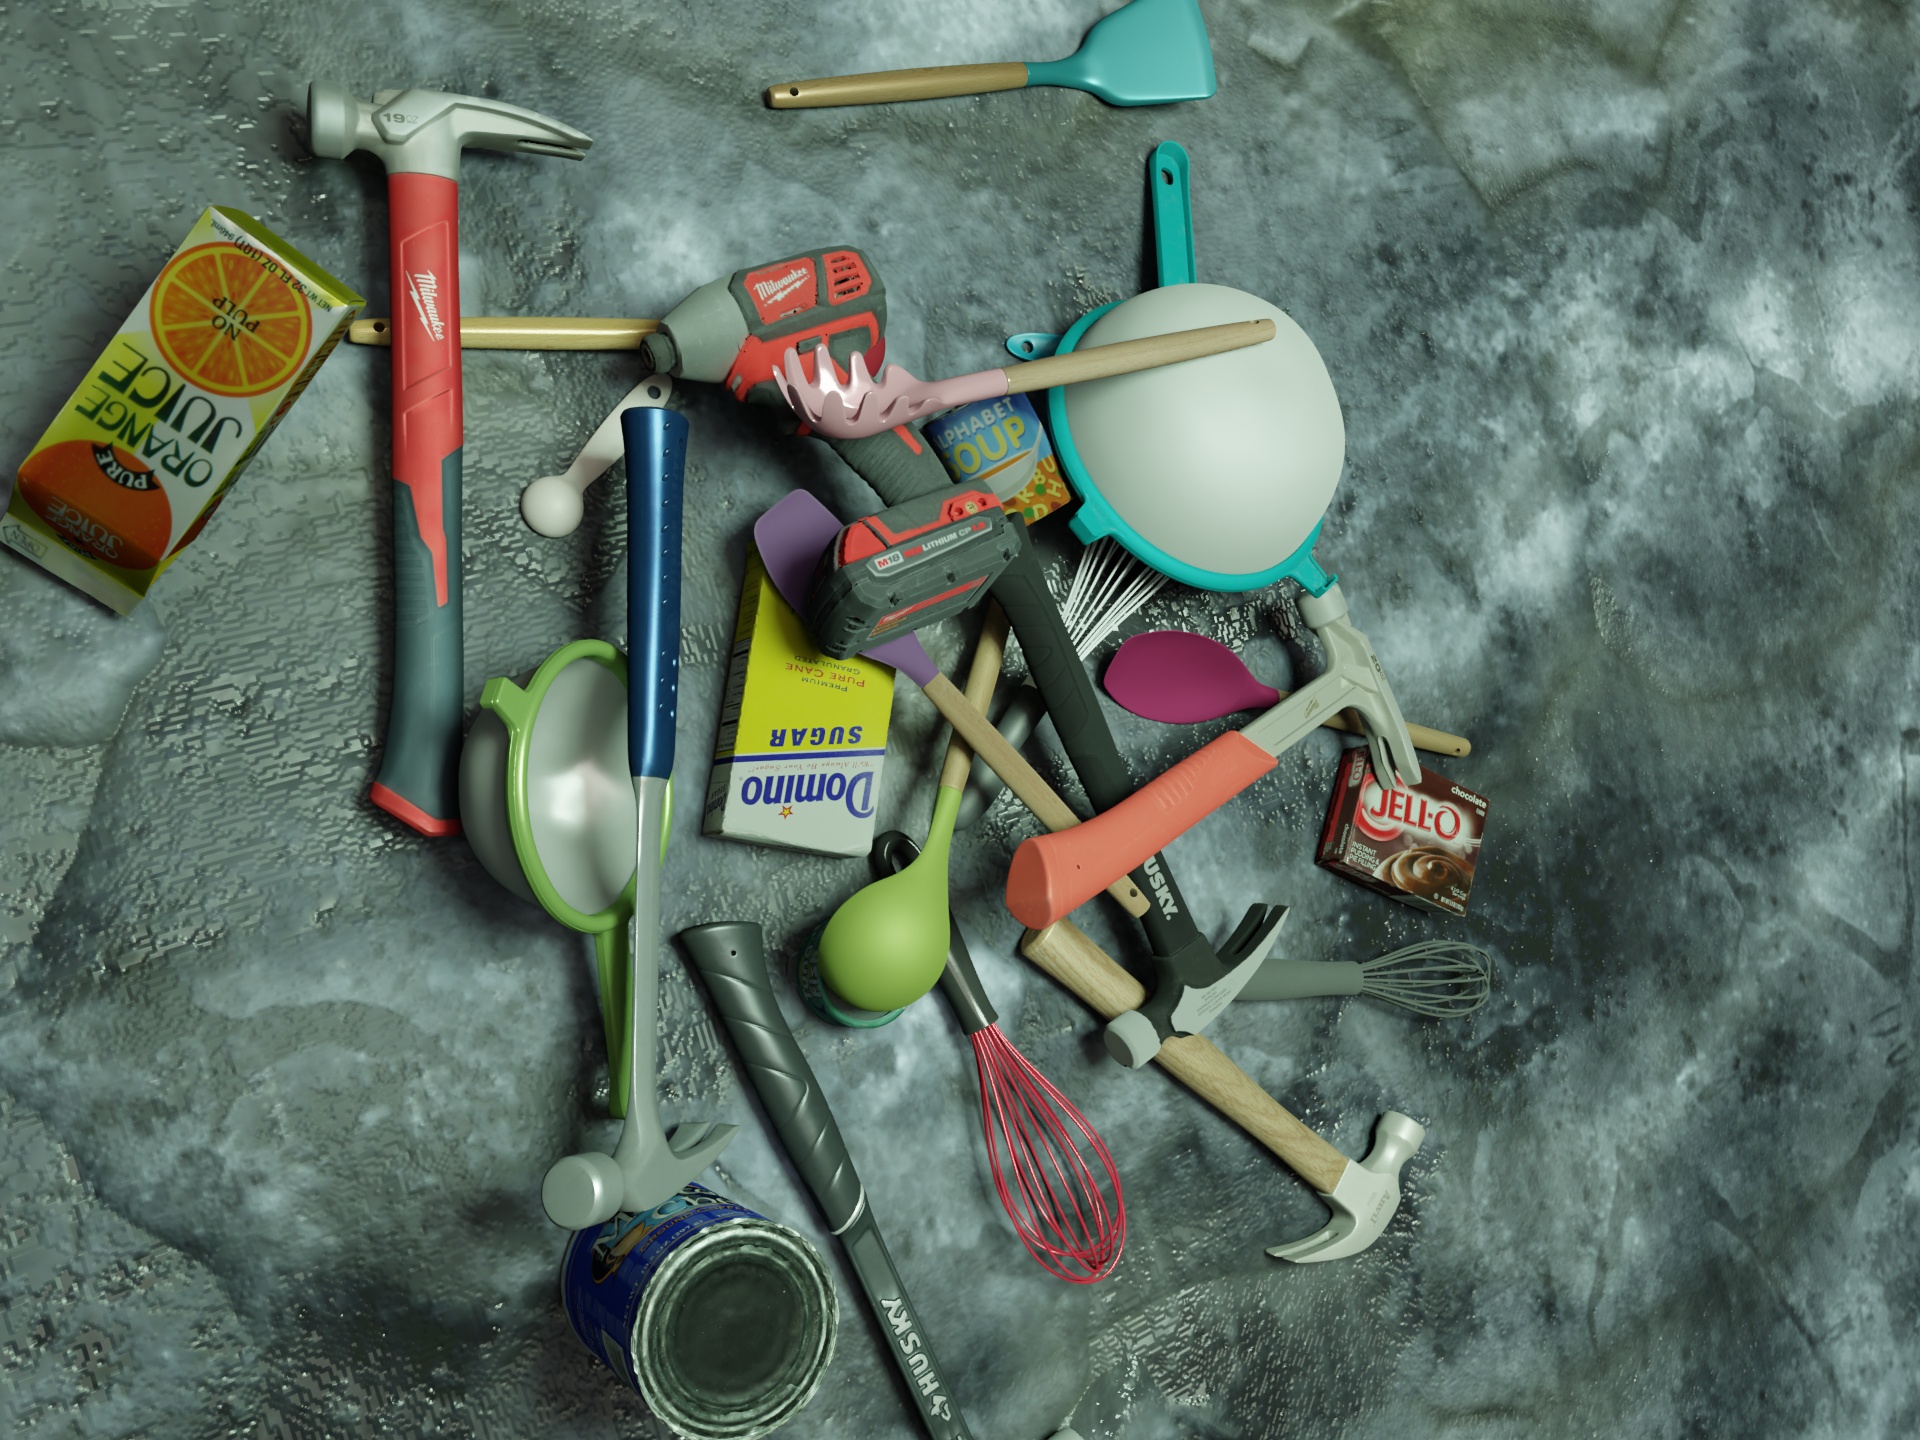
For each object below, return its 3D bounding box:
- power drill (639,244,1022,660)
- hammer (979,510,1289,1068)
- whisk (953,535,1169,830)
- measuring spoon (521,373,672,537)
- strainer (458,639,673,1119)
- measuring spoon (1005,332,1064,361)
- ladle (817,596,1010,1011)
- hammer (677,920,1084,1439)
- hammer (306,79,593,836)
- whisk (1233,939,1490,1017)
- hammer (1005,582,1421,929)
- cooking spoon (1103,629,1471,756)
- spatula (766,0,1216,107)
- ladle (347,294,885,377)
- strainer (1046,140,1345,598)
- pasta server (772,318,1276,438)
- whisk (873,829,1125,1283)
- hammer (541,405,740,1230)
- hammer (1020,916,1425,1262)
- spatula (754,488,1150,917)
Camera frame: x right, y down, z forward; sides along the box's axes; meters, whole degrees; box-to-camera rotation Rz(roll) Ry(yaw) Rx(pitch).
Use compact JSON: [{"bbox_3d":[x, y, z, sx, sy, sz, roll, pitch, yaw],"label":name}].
[{"bbox_3d":[-0.074,-0.153,0.876,0.143,0.078,0.220,-24,79,-27],"label":"power drill"},{"bbox_3d":[0.091,0.031,0.964,0.146,0.035,0.334,-30,103,-27],"label":"hammer"},{"bbox_3d":[0.068,-0.048,1.001,0.070,0.070,0.285,40,72,-17],"label":"whisk"},{"bbox_3d":[-0.200,-0.153,0.894,0.034,0.018,0.124,42,67,-17],"label":"measuring spoon"},{"bbox_3d":[-0.209,0.086,0.833,0.151,0.069,0.256,-32,119,-69],"label":"strainer"},{"bbox_3d":[0.088,-0.240,1.057,0.128,0.021,0.042,4,83,-18],"label":"measuring spoon"},{"bbox_3d":[-0.010,0.021,0.939,0.078,0.062,0.320,45,49,-39],"label":"ladle"},{"bbox_3d":[-0.061,0.297,0.902,0.149,0.036,0.409,-27,96,-26],"label":"hammer"},{"bbox_3d":[-0.263,-0.133,0.833,0.143,0.038,0.386,-1,88,-25],"label":"hammer"},{"bbox_3d":[0.264,0.176,1.080,0.239,0.055,0.055,3,82,-22],"label":"whisk"},{"bbox_3d":[0.159,0.040,0.961,0.359,0.037,0.149,-30,98,-41],"label":"hammer"},{"bbox_3d":[0.234,-0.009,1.092,0.318,0.017,0.068,13,120,-28],"label":"cooking spoon"},{"bbox_3d":[0.023,-0.422,1.027,0.317,0.044,0.082,-18,96,-27],"label":"spatula"},{"bbox_3d":[-0.182,-0.222,0.908,0.315,0.031,0.069,-7,83,-26],"label":"ladle"},{"bbox_3d":[0.164,-0.252,1.009,0.211,0.095,0.341,10,65,-25],"label":"strainer"},{"bbox_3d":[0.046,-0.197,0.871,0.316,0.060,0.040,-16,132,-25],"label":"pasta server"},{"bbox_3d":[0.021,0.199,0.945,0.073,0.073,0.296,-26,90,-27],"label":"whisk"},{"bbox_3d":[-0.159,0.042,0.822,0.144,0.035,0.405,20,68,-70],"label":"hammer"},{"bbox_3d":[0.164,0.234,1.027,0.331,0.031,0.130,41,67,-17],"label":"hammer"},{"bbox_3d":[-0.001,-0.003,0.910,0.316,0.018,0.060,47,62,-6],"label":"spatula"}]
